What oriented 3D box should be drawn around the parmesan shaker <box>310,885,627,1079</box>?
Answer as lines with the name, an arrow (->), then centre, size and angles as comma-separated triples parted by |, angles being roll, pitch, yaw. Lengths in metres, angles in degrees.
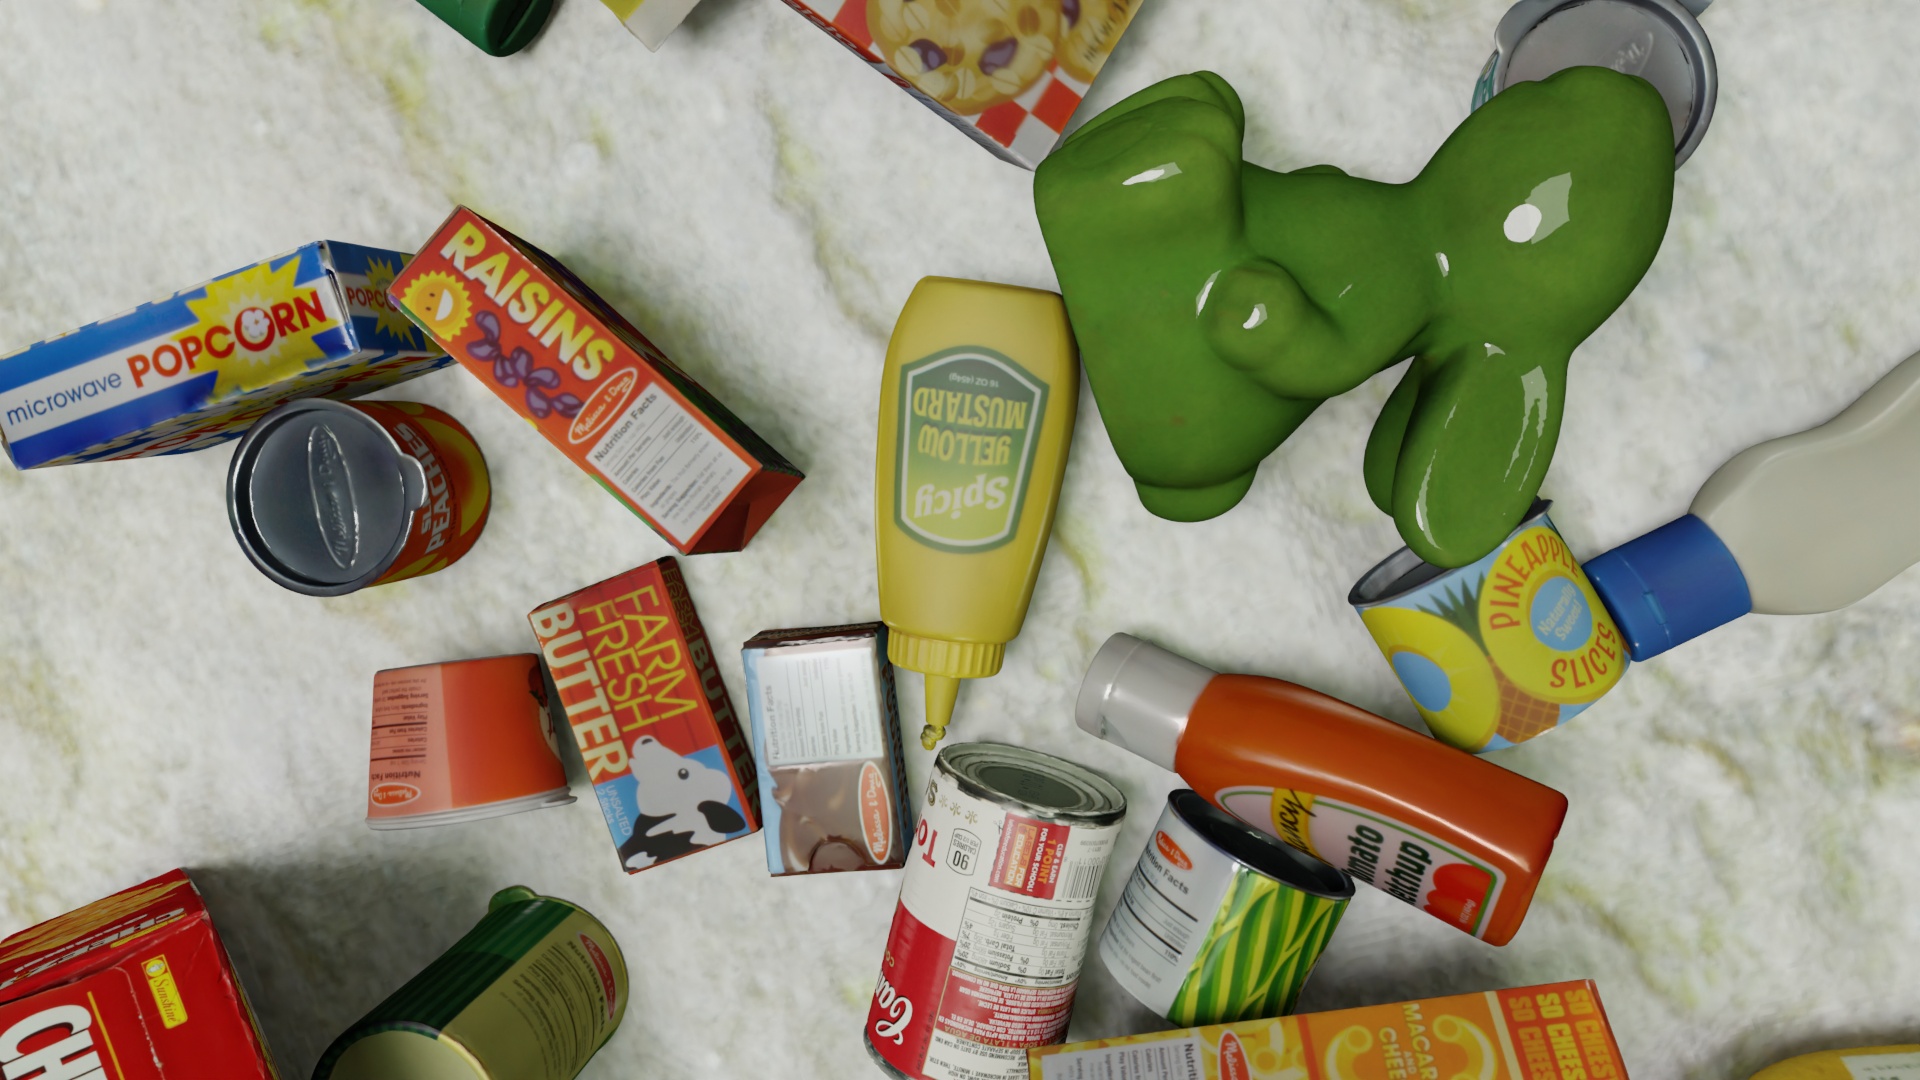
parmesan shaker -> -0.165, 0.169, 0.472 | 0.071, 0.103, 0.071 | 1, 95, 7

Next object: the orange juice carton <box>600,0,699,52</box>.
orange juice carton -> -0.145, -0.249, 0.450 | 0.193, 0.073, 0.071 | 44, 98, 1

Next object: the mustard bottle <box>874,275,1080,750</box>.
mustard bottle -> 0.002, -0.006, 0.465 | 0.065, 0.049, 0.160 | 7, 96, 8

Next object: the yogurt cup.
yogurt cup -> -0.174, 0.069, 0.486 | 0.072, 0.072, 0.054 | -7, 86, 8

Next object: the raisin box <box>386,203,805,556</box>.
raisin box -> -0.115, -0.048, 0.456 | 0.123, 0.086, 0.040 | 41, 93, 2

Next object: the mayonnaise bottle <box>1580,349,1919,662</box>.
mayonnaise bottle -> 0.273, -0.010, 0.437 | 0.148, 0.041, 0.064 | -27, 90, 9

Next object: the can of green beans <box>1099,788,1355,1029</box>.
can of green beans -> 0.087, 0.124, 0.457 | 0.071, 0.071, 0.057 | 24, 98, 4

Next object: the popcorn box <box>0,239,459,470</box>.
popcorn box -> -0.242, -0.062, 0.471 | 0.127, 0.085, 0.038 | -17, 94, 8

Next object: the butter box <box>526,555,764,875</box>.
butter box -> -0.111, 0.062, 0.497 | 0.053, 0.024, 0.103 | -20, 92, 9

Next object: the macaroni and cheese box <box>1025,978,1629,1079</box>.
macaroni and cheese box -> 0.114, 0.193, 0.438 | 0.166, 0.040, 0.123 | -10, 136, 8

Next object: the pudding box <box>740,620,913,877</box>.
pudding box -> -0.046, 0.072, 0.487 | 0.050, 0.030, 0.083 | -6, 94, 6

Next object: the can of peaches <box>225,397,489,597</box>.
can of peaches -> -0.205, -0.017, 0.485 | 0.071, 0.058, 0.071 | 1, 94, 7

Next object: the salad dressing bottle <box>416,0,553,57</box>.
salad dressing bottle -> -0.207, -0.223, 0.474 | 0.148, 0.044, 0.064 | 36, 100, 2

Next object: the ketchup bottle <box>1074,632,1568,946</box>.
ketchup bottle -> 0.110, 0.073, 0.443 | 0.149, 0.064, 0.044 | 23, 60, 24

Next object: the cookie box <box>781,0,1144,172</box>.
cookie box -> -0.014, -0.211, 0.418 | 0.167, 0.040, 0.122 | 29, 99, -26

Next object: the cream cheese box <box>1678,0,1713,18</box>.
cream cheese box -> 0.221, -0.221, 0.433 | 0.053, 0.024, 0.103 | 15, 96, 7

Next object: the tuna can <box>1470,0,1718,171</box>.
tuna can -> 0.196, -0.140, 0.438 | 0.071, 0.033, 0.071 | 1, 95, 7

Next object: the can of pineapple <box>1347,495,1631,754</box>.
can of pineapple -> 0.167, 0.026, 0.437 | 0.071, 0.071, 0.058 | -32, 92, 9
